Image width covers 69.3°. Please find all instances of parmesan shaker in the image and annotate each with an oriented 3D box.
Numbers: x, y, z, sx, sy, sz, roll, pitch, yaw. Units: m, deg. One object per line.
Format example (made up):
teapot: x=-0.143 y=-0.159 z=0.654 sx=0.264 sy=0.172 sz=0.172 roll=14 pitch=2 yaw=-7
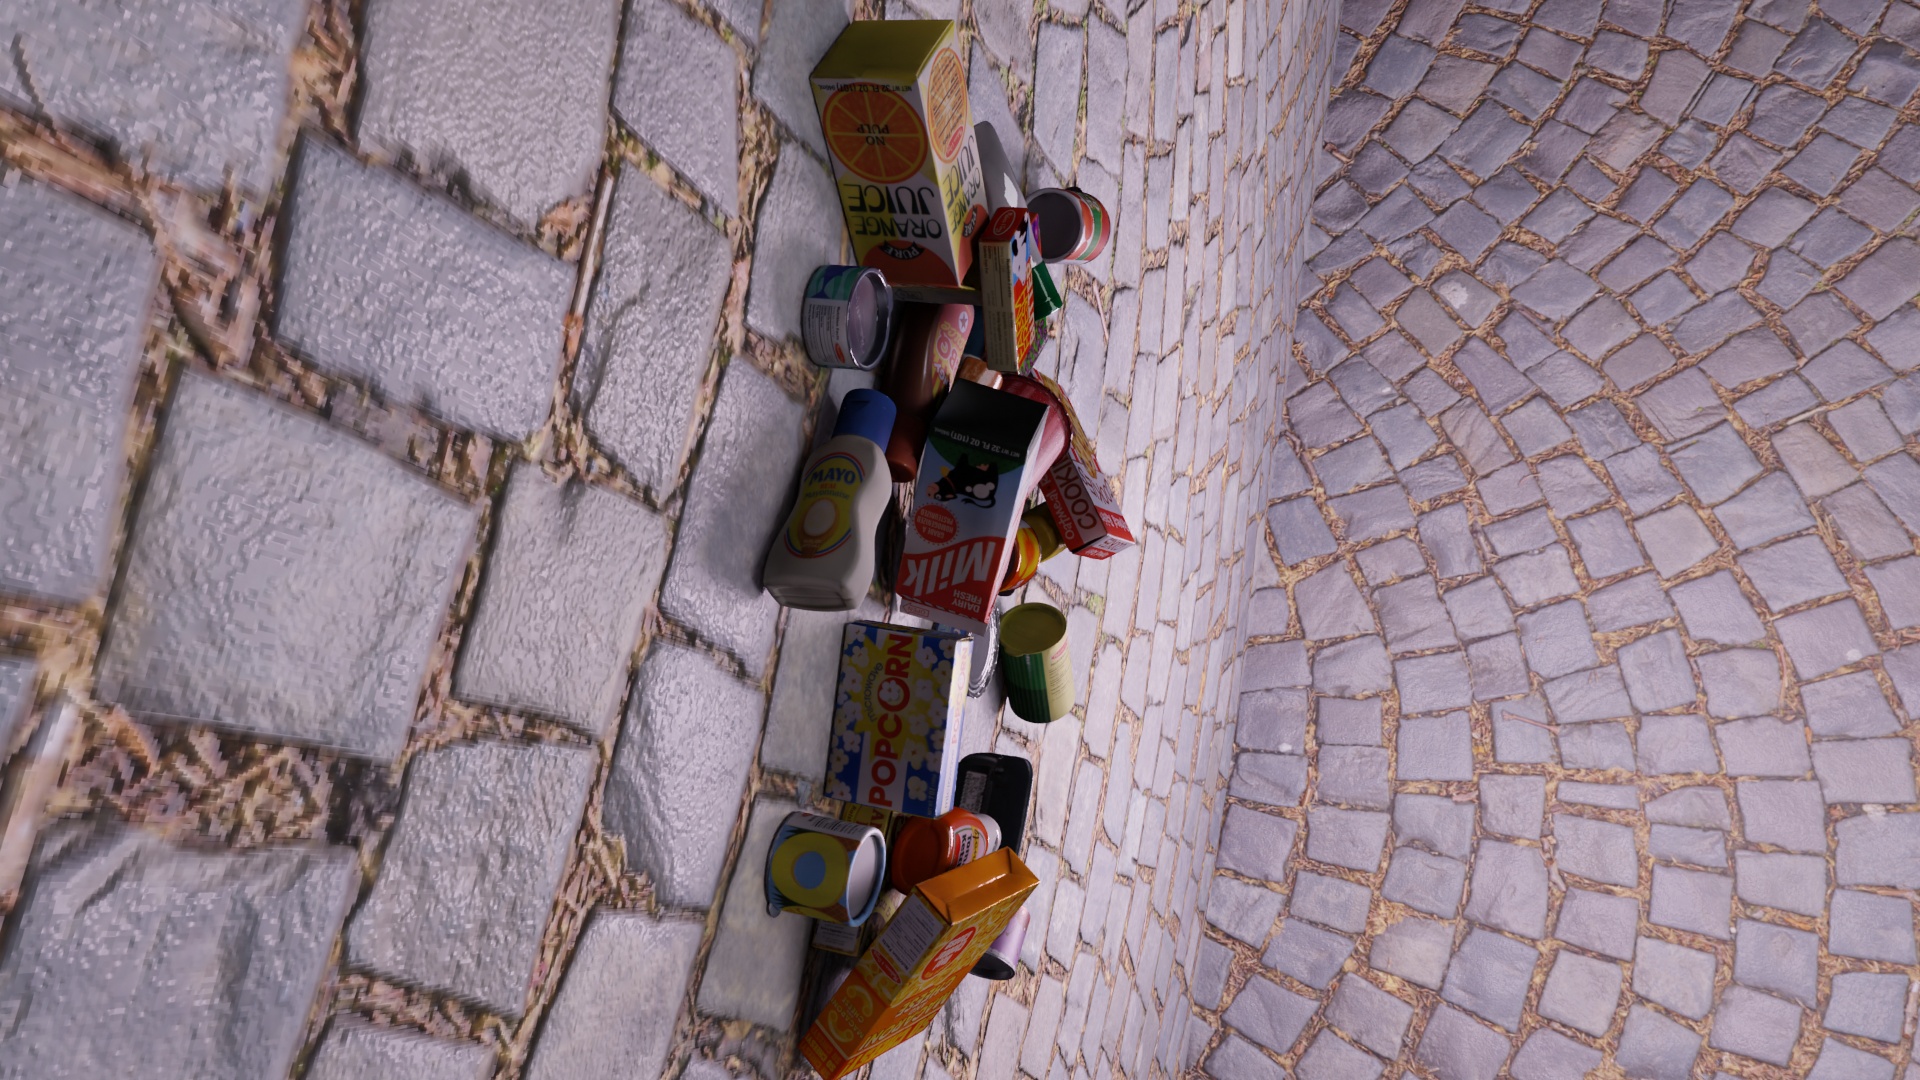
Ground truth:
parmesan shaker: x=0.071 y=0.120 z=1.324 sx=0.072 sy=0.071 sz=0.102 roll=-64 pitch=154 yaw=-43

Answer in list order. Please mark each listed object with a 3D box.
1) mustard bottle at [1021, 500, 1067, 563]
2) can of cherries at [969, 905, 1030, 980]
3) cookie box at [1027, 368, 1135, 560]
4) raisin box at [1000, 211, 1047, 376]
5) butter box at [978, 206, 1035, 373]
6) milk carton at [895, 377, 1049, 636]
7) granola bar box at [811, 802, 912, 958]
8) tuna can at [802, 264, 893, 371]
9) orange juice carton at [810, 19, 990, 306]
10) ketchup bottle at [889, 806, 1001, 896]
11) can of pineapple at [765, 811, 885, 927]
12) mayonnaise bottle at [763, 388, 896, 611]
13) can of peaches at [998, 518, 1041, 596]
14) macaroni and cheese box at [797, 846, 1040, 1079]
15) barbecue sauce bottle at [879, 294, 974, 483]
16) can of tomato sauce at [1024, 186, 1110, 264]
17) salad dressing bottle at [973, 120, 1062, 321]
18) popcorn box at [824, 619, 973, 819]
mustard bottle: x=0.086 y=-0.013 z=1.318 sx=0.049 sy=0.065 sz=0.161 roll=63 pitch=21 yaw=-1
can of cherries: x=0.025 y=0.362 z=1.277 sx=0.071 sy=0.071 sz=0.059 roll=74 pitch=29 yaw=-48
cookie box: x=0.094 y=-0.066 z=1.244 sx=0.167 sy=0.040 sz=0.123 roll=66 pitch=16 yaw=11
raisin box: x=0.040 y=-0.202 z=1.163 sx=0.086 sy=0.040 sz=0.122 roll=-61 pitch=152 yaw=-45
butter box: x=0.032 y=-0.172 z=0.957 sx=0.053 sy=0.024 sz=0.103 roll=-66 pitch=157 yaw=-48
milk carton: x=0.004 y=-0.013 z=1.010 sx=0.074 sy=0.072 sz=0.189 roll=-64 pitch=169 yaw=-56
granola bar box: x=-0.052 y=0.259 z=1.063 sx=0.165 sy=0.039 sz=0.124 roll=52 pitch=48 yaw=-64
tuna can: x=-0.071 y=-0.142 z=0.880 sx=0.071 sy=0.033 sz=0.071 roll=6 pitch=91 yaw=-71
orange juice carton: x=-0.031 y=-0.232 z=0.903 sx=0.191 sy=0.072 sz=0.073 roll=77 pitch=28 yaw=-44
ketchup bottle: x=-0.007 y=0.231 z=1.052 sx=0.149 sy=0.043 sz=0.064 roll=19 pitch=89 yaw=-71
can of pineapple: x=-0.088 y=0.219 z=0.918 sx=0.071 sy=0.058 sz=0.071 roll=6 pitch=91 yaw=-71
mayonnaise bottle: x=-0.075 y=-0.027 z=0.871 sx=0.041 sy=0.065 sz=0.149 roll=63 pitch=35 yaw=-52
can of peaches: x=0.028 y=0.013 z=1.161 sx=0.058 sy=0.071 sz=0.071 roll=-3 pitch=100 yaw=-70
macaroni and cheese box: x=-0.029 y=0.301 z=0.994 sx=0.124 sy=0.040 sz=0.166 roll=-2 pitch=131 yaw=-58
barbecue sauce bottle: x=-0.030 y=-0.113 z=0.988 sx=0.064 sy=0.043 sz=0.149 roll=57 pitch=44 yaw=-57
can of tomato sauce: x=0.092 y=-0.282 z=1.239 sx=0.083 sy=0.071 sz=0.071 roll=-26 pitch=121 yaw=-66
salad dressing bottle: x=0.030 y=-0.234 z=1.032 sx=0.044 sy=0.064 sz=0.147 roll=-30 pitch=106 yaw=-17
popcorn box: x=-0.043 y=0.124 z=0.973 sx=0.038 sy=0.085 sz=0.126 roll=7 pitch=90 yaw=-70
